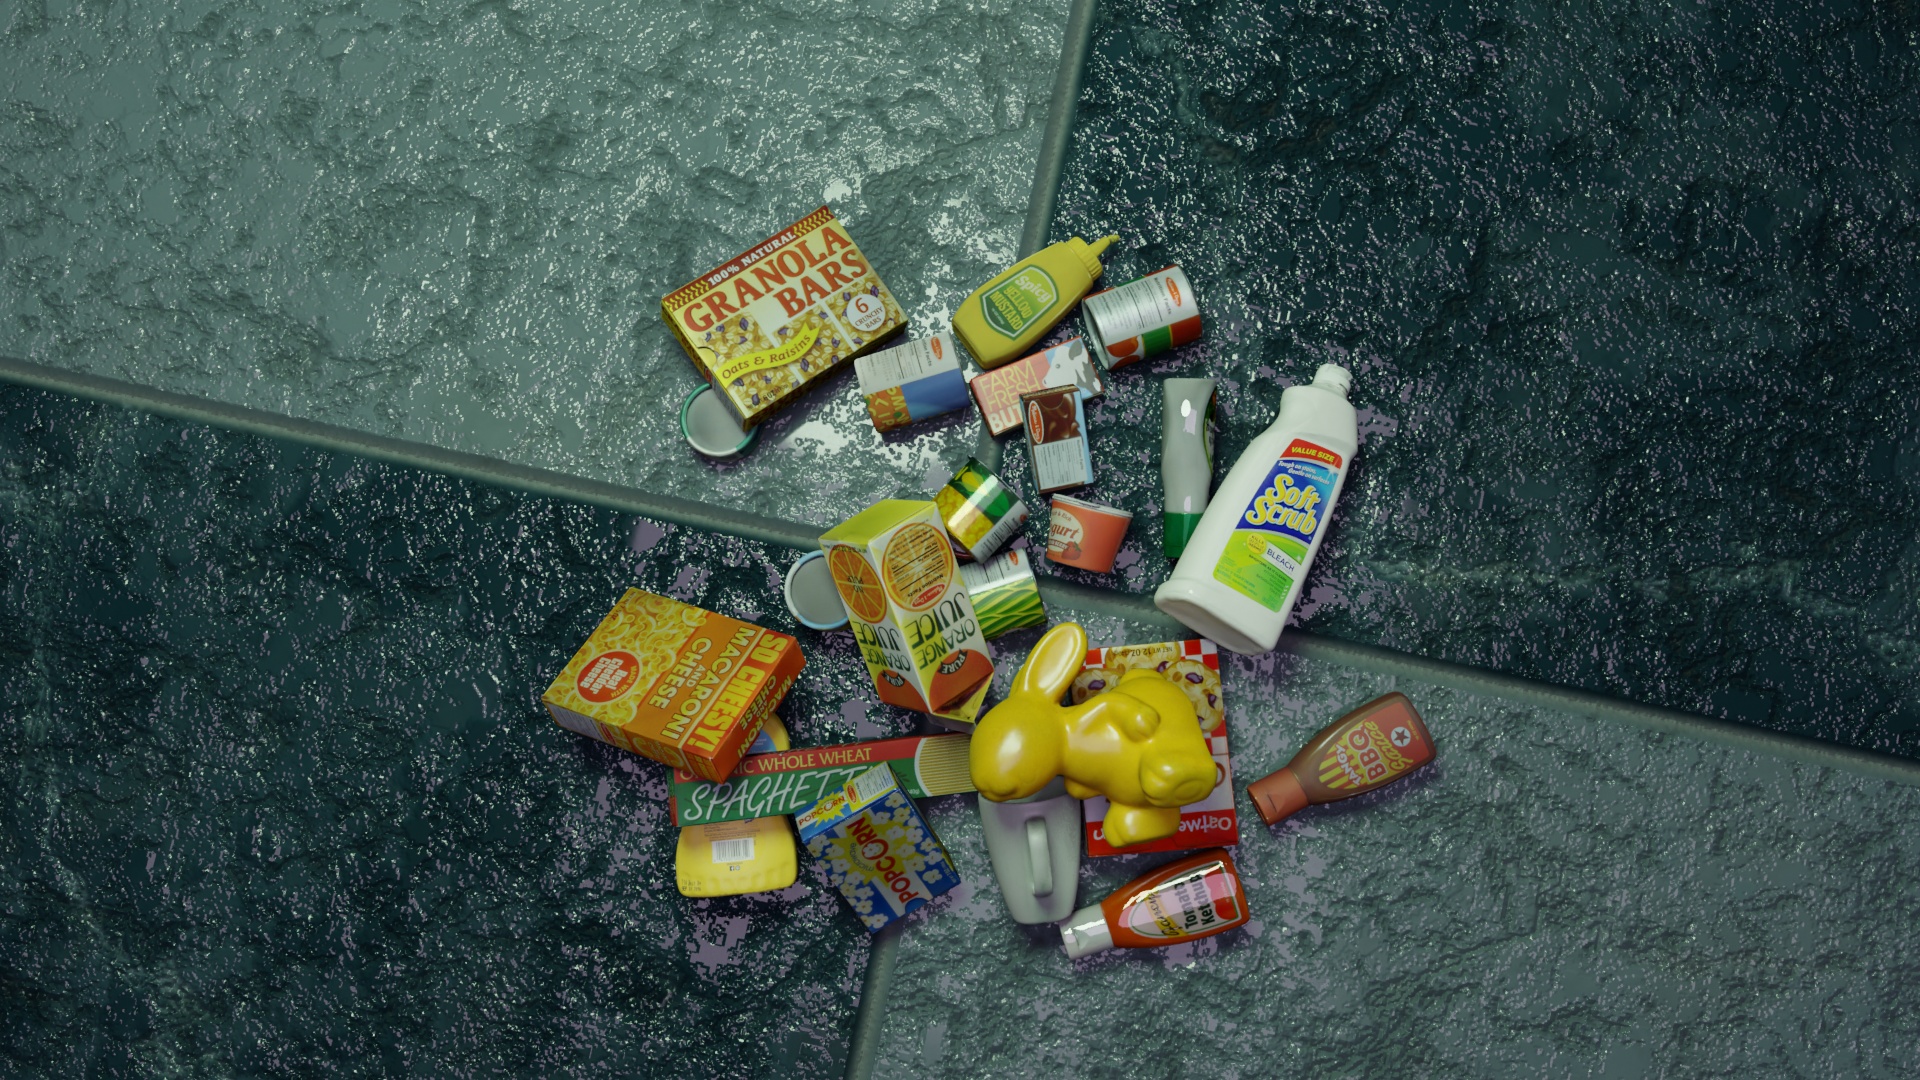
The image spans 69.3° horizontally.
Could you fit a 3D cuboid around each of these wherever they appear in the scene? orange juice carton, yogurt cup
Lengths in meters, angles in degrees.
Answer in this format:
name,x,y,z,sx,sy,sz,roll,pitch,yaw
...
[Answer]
name,x,y,z,sx,sy,sz,roll,pitch,yaw
orange juice carton,-0.035,0.069,1.102,0.073,0.072,0.192,-31,111,-33
yogurt cup,0.103,-0.005,1.141,0.072,0.072,0.054,14,93,2

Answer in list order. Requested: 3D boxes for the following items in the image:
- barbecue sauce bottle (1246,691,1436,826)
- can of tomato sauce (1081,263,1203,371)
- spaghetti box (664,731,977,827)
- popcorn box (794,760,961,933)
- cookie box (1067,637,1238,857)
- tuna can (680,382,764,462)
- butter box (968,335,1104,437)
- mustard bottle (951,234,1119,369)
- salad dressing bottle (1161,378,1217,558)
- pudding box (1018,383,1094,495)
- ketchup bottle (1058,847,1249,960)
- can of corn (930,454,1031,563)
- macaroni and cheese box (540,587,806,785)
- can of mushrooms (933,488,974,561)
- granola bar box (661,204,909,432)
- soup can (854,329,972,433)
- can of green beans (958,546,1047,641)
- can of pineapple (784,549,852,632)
name,x,y,z,sx,sy,sz,roll,pitch,yaw
barbecue sauce bottle,0.306,0.182,1.128,0.148,0.043,0.065,-27,86,-1
can of tomato sauce,0.151,-0.184,1.157,0.083,0.071,0.071,-20,85,0
spaghetti box,-0.106,0.189,1.106,0.250,0.028,0.050,-4,84,-18
popcorn box,-0.064,0.243,1.098,0.085,0.038,0.126,-30,125,-2
cookie box,0.154,0.168,1.134,0.123,0.040,0.167,-5,84,0
tuna can,-0.200,-0.103,1.171,0.071,0.033,0.071,0,85,1
butter box,0.064,-0.129,1.173,0.103,0.024,0.053,-22,86,-1
mustard bottle,0.069,-0.212,1.168,0.160,0.049,0.065,-38,87,-2
salad dressing bottle,0.188,-0.059,1.148,0.044,0.064,0.147,2,93,14
pudding box,0.080,-0.084,1.150,0.050,0.030,0.083,-12,108,-3
ketchup bottle,0.154,0.299,1.120,0.149,0.043,0.065,-18,85,0
can of corn,0.012,-0.025,1.109,0.071,0.071,0.058,43,87,4
macaroni and cheese box,-0.224,0.111,1.092,0.166,0.040,0.124,14,52,25
can of mushrooms,0.004,-0.015,1.159,0.071,0.033,0.071,0,85,0
granola bar box,-0.146,-0.186,1.157,0.166,0.039,0.124,-34,84,-16
soup can,-0.038,-0.130,1.155,0.084,0.071,0.071,-17,85,2
can of green beans,0.034,0.045,1.136,0.058,0.071,0.071,-18,85,0
can of pineapple,-0.107,0.042,1.143,0.071,0.058,0.071,0,85,1
